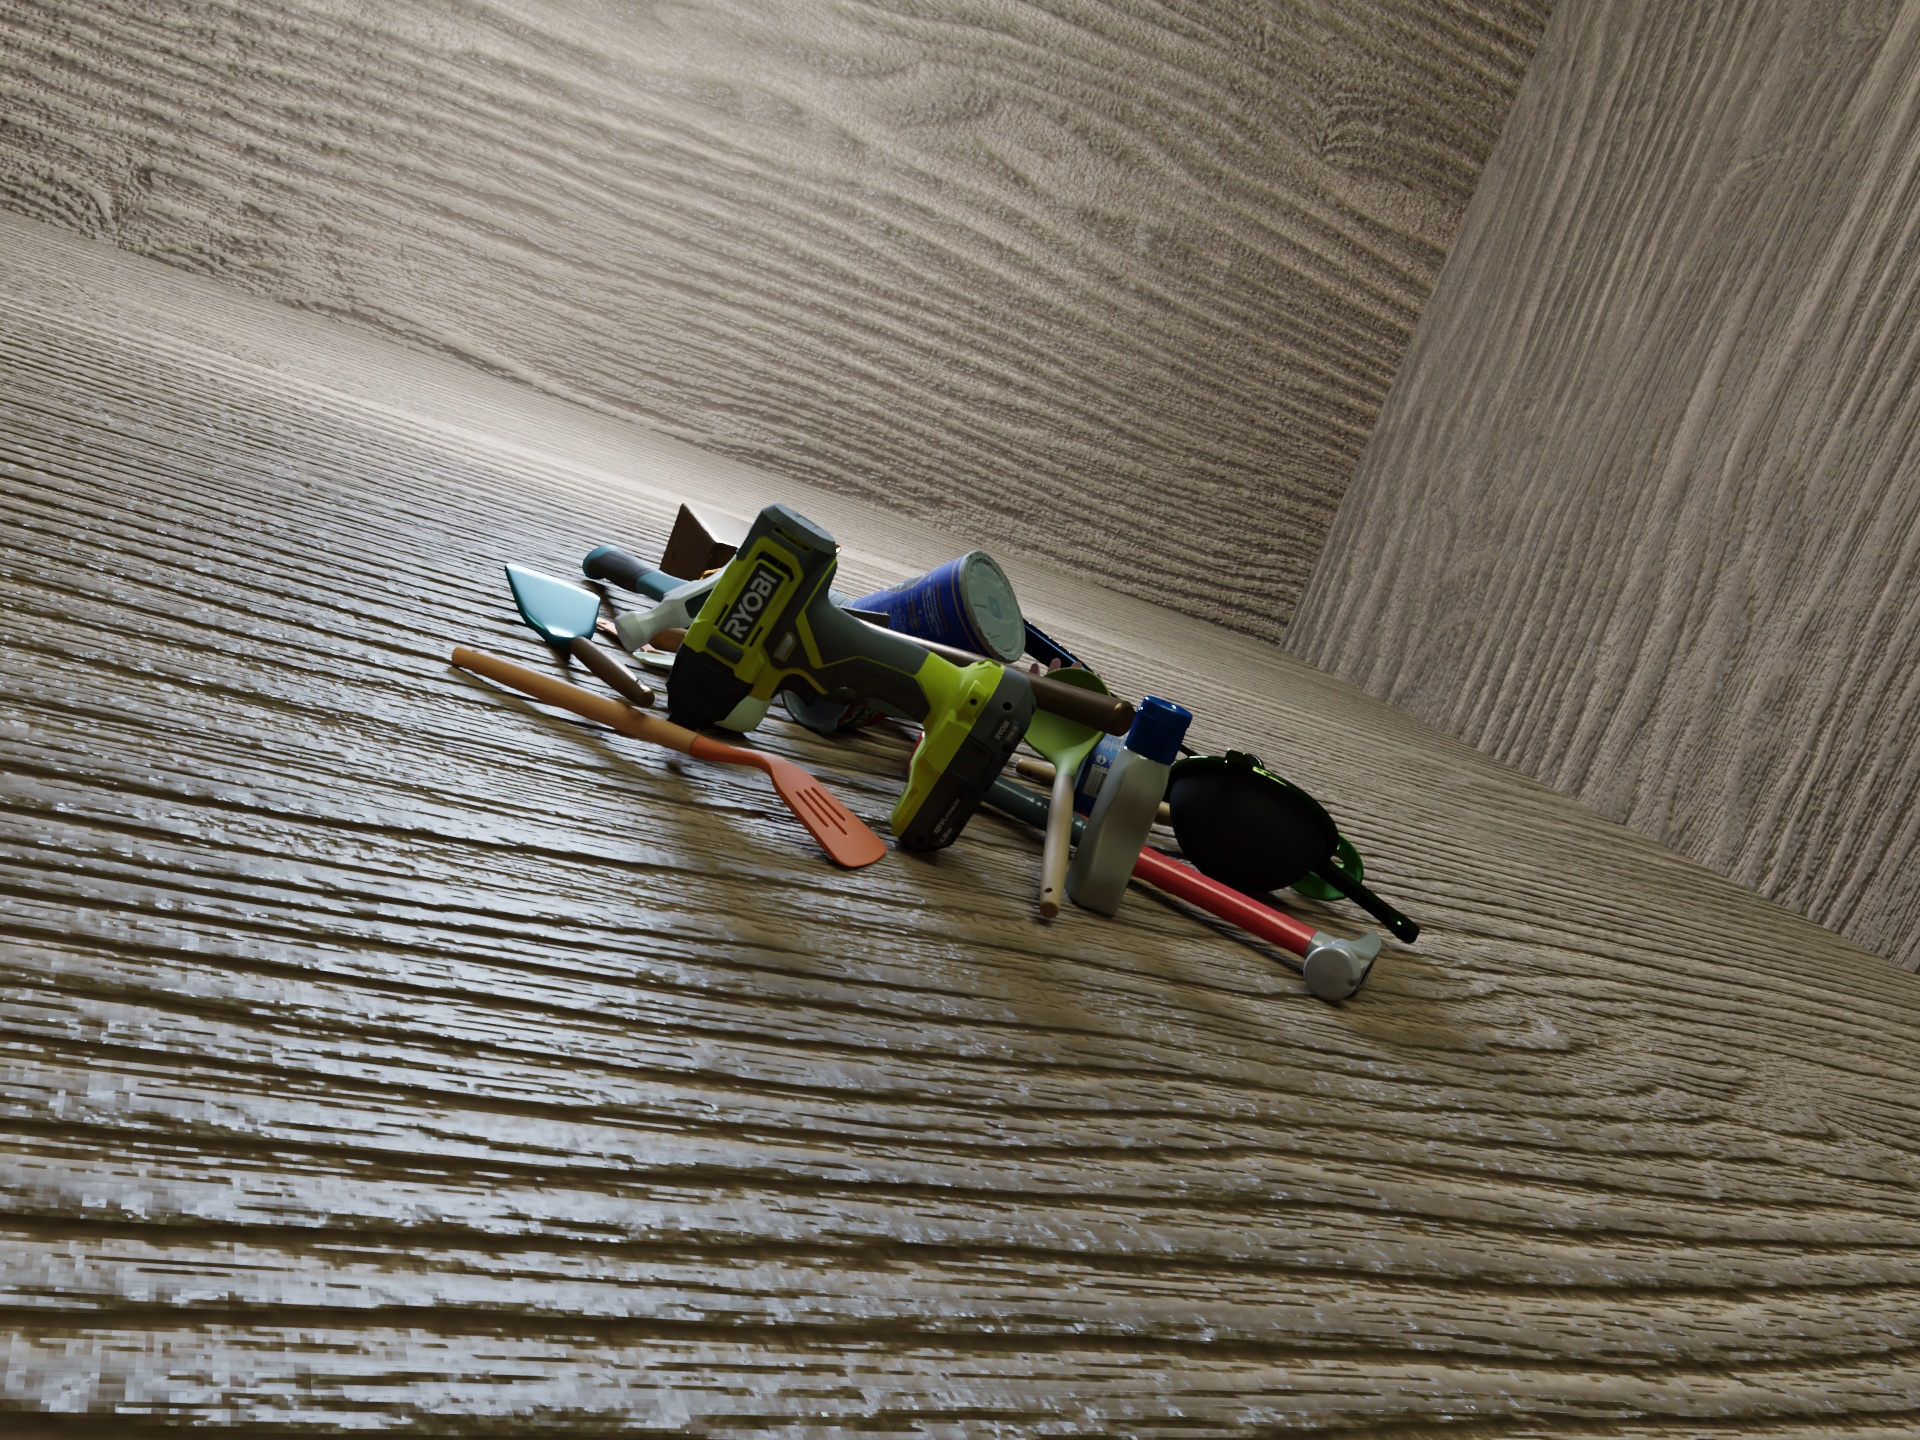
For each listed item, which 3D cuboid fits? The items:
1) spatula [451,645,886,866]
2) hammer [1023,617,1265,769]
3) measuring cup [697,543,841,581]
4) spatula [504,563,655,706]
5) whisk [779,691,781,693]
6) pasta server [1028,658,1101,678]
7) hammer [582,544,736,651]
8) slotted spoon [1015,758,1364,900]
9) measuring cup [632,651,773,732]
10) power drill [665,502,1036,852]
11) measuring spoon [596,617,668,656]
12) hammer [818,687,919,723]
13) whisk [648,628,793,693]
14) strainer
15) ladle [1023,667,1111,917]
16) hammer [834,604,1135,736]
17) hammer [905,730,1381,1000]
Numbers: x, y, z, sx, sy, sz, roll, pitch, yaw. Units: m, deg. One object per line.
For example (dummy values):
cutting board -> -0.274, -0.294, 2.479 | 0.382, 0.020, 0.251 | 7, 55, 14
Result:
spatula -> -0.196, 0.017, 1.037 | 0.323, 0.041, 0.081 | 20, 9, 14
hammer -> 0.131, -0.027, 1.496 | 0.406, 0.035, 0.144 | 38, -10, 30
measuring cup -> -0.170, -0.110, 1.448 | 0.095, 0.052, 0.173 | 31, 43, 25
spatula -> -0.270, -0.060, 1.160 | 0.082, 0.044, 0.318 | 20, 4, -30
whisk -> -0.125, -0.037, 1.395 | 0.246, 0.058, 0.059 | 11, 49, -56
pasta server -> -0.017, -0.046, 1.477 | 0.316, 0.040, 0.060 | 11, -26, 28
hammer -> -0.276, -0.122, 1.395 | 0.128, 0.033, 0.331 | -26, 21, -19
slotted spoon -> 0.198, 0.086, 1.392 | 0.314, 0.070, 0.031 | 18, 26, 10
measuring cup -> -0.194, -0.022, 1.135 | 0.083, 0.038, 0.167 | 26, 4, 19
power drill -> -0.078, -0.016, 1.064 | 0.223, 0.171, 0.080 | 32, 10, -4
measuring spoon -> -0.278, -0.065, 1.320 | 0.021, 0.011, 0.117 | 6, 15, -43
hammer -> -0.002, -0.004, 1.307 | 0.149, 0.037, 0.359 | 15, 0, 11
whisk -> -0.178, -0.056, 1.256 | 0.245, 0.047, 0.051 | 11, -23, 49
strainer -> 0.267, 0.127, 1.301 | 0.256, 0.069, 0.151 | 36, -24, -10
ladle -> 0.071, 0.046, 1.153 | 0.078, 0.062, 0.320 | -14, 21, 13
hammer -> -0.012, -0.047, 1.244 | 0.331, 0.031, 0.130 | 19, 8, 31
hammer -> 0.132, 0.101, 1.214 | 0.386, 0.038, 0.143 | 26, 10, 21
